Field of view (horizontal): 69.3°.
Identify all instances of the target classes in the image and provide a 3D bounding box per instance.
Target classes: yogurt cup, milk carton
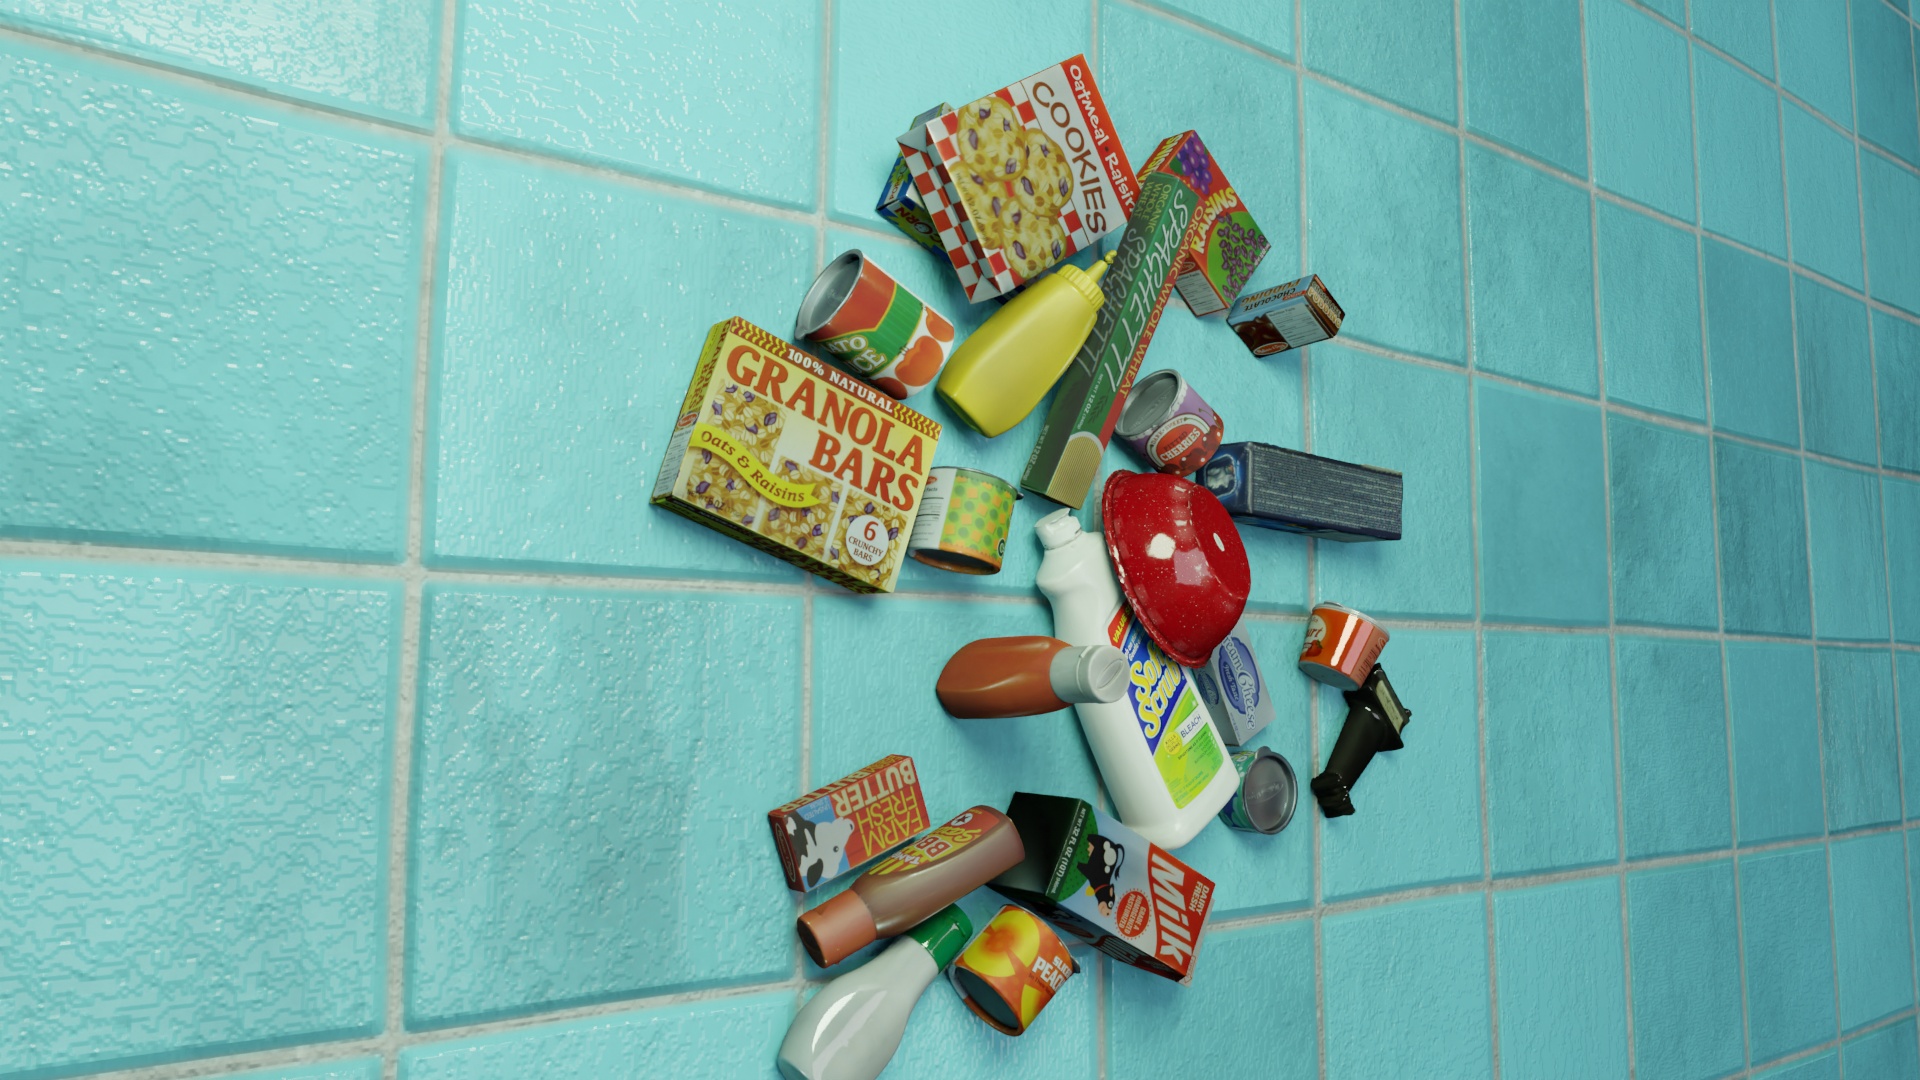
[{"bbox_3d":[0.322,0.092,1.177,0.072,0.072,0.054,35,74,-29],"label":"yogurt cup"},{"bbox_3d":[0.114,0.254,0.995,0.190,0.073,0.072,35,65,-29],"label":"milk carton"}]

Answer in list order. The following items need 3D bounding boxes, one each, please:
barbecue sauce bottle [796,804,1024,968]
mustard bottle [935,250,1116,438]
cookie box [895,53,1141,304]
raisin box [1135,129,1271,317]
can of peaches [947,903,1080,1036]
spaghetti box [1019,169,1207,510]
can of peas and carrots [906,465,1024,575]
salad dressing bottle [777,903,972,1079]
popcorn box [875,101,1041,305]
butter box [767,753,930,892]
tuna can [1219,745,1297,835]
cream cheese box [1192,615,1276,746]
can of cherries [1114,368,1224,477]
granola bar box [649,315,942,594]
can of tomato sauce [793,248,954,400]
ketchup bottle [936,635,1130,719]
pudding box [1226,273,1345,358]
[{"bbox_3d":[-0.033,0.224,0.898,0.149,0.065,0.043,-25,99,-27],"label":"barbecue sauce bottle"},{"bbox_3d":[0.055,-0.146,0.979,0.160,0.049,0.065,-46,121,-6],"label":"mustard bottle"},{"bbox_3d":[0.047,-0.255,0.973,0.168,0.040,0.122,-36,107,-35],"label":"cookie box"},{"bbox_3d":[0.191,-0.258,1.132,0.123,0.040,0.086,49,60,-24],"label":"raisin box"},{"bbox_3d":[0.035,0.290,0.934,0.058,0.071,0.071,-40,109,-32],"label":"can of peaches"},{"bbox_3d":[0.112,-0.145,1.011,0.050,0.029,0.250,22,91,-52],"label":"spaghetti box"},{"bbox_3d":[0.003,-0.012,0.945,0.071,0.071,0.059,22,73,-33],"label":"can of peas and carrots"},{"bbox_3d":[-0.051,0.291,0.887,0.148,0.044,0.064,-41,107,-34],"label":"salad dressing bottle"},{"bbox_3d":[0.011,-0.239,0.993,0.126,0.038,0.085,32,67,-30],"label":"popcorn box"},{"bbox_3d":[-0.070,0.181,0.895,0.104,0.024,0.053,-21,98,-36],"label":"butter box"},{"bbox_3d":[0.237,0.200,1.119,0.071,0.033,0.071,4,82,-37],"label":"tuna can"},{"bbox_3d":[0.216,0.108,1.119,0.053,0.024,0.103,-28,102,-37],"label":"cream cheese box"},{"bbox_3d":[0.161,-0.088,1.070,0.058,0.071,0.072,41,63,-27],"label":"can of cherries"},{"bbox_3d":[-0.101,-0.051,0.888,0.165,0.039,0.124,26,71,-32],"label":"granola bar box"},{"bbox_3d":[-0.056,-0.139,0.916,0.083,0.071,0.071,34,66,-30],"label":"can of tomato sauce"},{"bbox_3d":[0.049,0.089,0.917,0.065,0.148,0.043,-43,109,-32],"label":"ketchup bottle"},{"bbox_3d":[0.270,-0.186,1.155,0.049,0.083,0.030,44,59,-24],"label":"pudding box"}]
